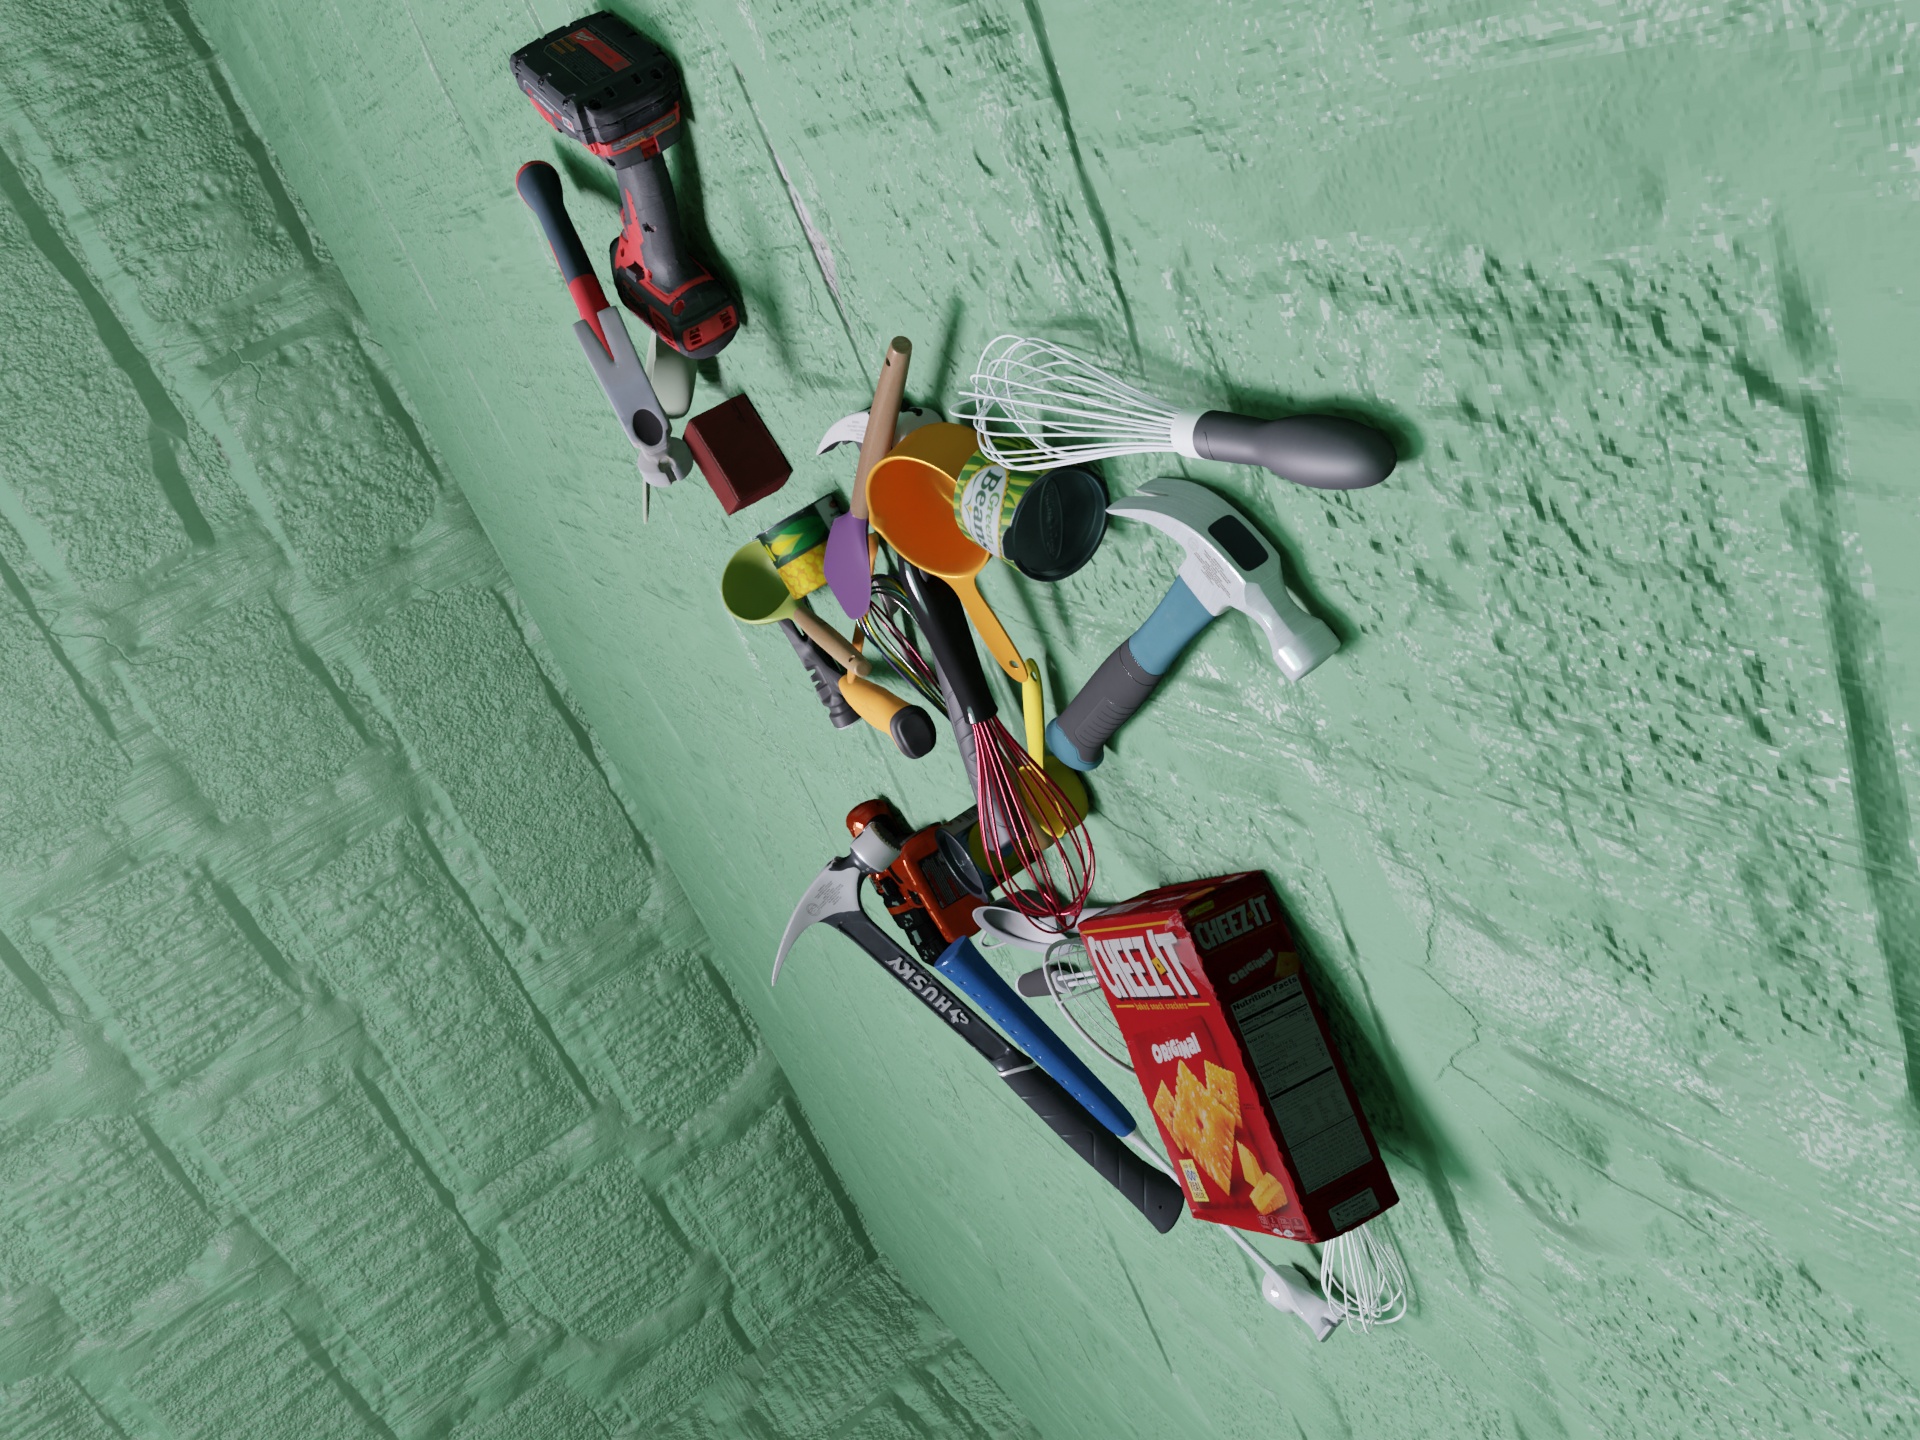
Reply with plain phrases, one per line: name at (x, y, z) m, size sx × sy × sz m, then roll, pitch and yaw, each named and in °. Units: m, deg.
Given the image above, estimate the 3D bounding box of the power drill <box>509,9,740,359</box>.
power drill at (-0.234, -0.376, 1.137) m, size 0.143 × 0.078 × 0.219 m, roll 45°, pitch 161°, yaw 34°

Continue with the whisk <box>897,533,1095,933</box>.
whisk at (0.021, 0.013, 1.041) m, size 0.073 × 0.073 × 0.295 m, roll 19°, pitch 135°, yaw 62°

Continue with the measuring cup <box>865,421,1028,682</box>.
measuring cup at (0.012, -0.103, 0.969) m, size 0.095 × 0.052 × 0.173 m, roll 1°, pitch 133°, yaw 43°

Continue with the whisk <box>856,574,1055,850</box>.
whisk at (-0.003, -0.003, 1.180) m, size 0.245 × 0.051 × 0.047 m, roll 56°, pitch -165°, yaw -11°

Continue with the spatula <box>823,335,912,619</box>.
spatula at (-0.060, -0.147, 1.026) m, size 0.060 × 0.018 × 0.315 m, roll 59°, pitch 159°, yaw 15°

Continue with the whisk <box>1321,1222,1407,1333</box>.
whisk at (0.258, 0.323, 1.063) m, size 0.059 × 0.058 × 0.246 m, roll 0°, pitch 124°, yaw 28°

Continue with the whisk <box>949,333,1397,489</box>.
whisk at (0.089, -0.136, 0.739) m, size 0.285 × 0.070 × 0.070 m, roll 24°, pitch 143°, yaw 52°

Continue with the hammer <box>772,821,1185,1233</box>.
hammer at (0.027, 0.268, 1.266) m, size 0.409 × 0.149 × 0.036 m, roll 44°, pitch -172°, yaw -8°

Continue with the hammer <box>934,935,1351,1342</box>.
hammer at (0.136, 0.316, 1.199) m, size 0.405 × 0.035 × 0.144 m, roll 45°, pitch 170°, yaw -2°

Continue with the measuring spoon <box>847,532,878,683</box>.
measuring spoon at (-0.077, -0.084, 1.199) m, size 0.021 × 0.011 × 0.117 m, roll -143°, pitch 61°, yaw -65°

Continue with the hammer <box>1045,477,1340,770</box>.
hammer at (0.103, -0.032, 0.894) m, size 0.128 × 0.033 × 0.331 m, roll 54°, pitch 161°, yaw 8°

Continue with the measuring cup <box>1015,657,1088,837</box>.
measuring cup at (0.063, 0.015, 1.088) m, size 0.062 × 0.029 × 0.156 m, roll 43°, pitch 151°, yaw 42°

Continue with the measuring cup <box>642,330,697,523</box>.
measuring cup at (-0.238, -0.239, 1.294) m, size 0.083 × 0.038 × 0.168 m, roll 152°, pitch 120°, yaw -70°

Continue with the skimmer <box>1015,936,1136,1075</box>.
skimmer at (0.083, 0.229, 1.266) m, size 0.127 × 0.090 × 0.363 m, roll 37°, pitch 163°, yaw -4°

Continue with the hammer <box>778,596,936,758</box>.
hammer at (-0.084, -0.027, 1.293) m, size 0.127 × 0.034 × 0.337 m, roll 63°, pitch 170°, yaw -16°

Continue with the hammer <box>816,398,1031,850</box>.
hammer at (-0.014, -0.058, 1.095) m, size 0.146 × 0.035 × 0.334 m, roll 23°, pitch 135°, yaw 59°

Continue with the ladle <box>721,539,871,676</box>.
ladle at (-0.129, -0.086, 1.268) m, size 0.062 × 0.078 × 0.320 m, roll 38°, pitch 180°, yaw -25°

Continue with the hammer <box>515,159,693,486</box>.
hammer at (-0.289, -0.339, 1.202) m, size 0.143 × 0.038 × 0.387 m, roll 70°, pitch 173°, yaw -50°

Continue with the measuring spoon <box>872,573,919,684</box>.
measuring spoon at (-0.043, -0.070, 1.238) m, size 0.124 × 0.018 × 0.034 m, roll 70°, pitch 175°, yaw -50°

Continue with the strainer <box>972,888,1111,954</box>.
strainer at (0.082, 0.154, 1.235) m, size 0.086 × 0.050 × 0.258 m, roll 29°, pitch 162°, yaw -18°
